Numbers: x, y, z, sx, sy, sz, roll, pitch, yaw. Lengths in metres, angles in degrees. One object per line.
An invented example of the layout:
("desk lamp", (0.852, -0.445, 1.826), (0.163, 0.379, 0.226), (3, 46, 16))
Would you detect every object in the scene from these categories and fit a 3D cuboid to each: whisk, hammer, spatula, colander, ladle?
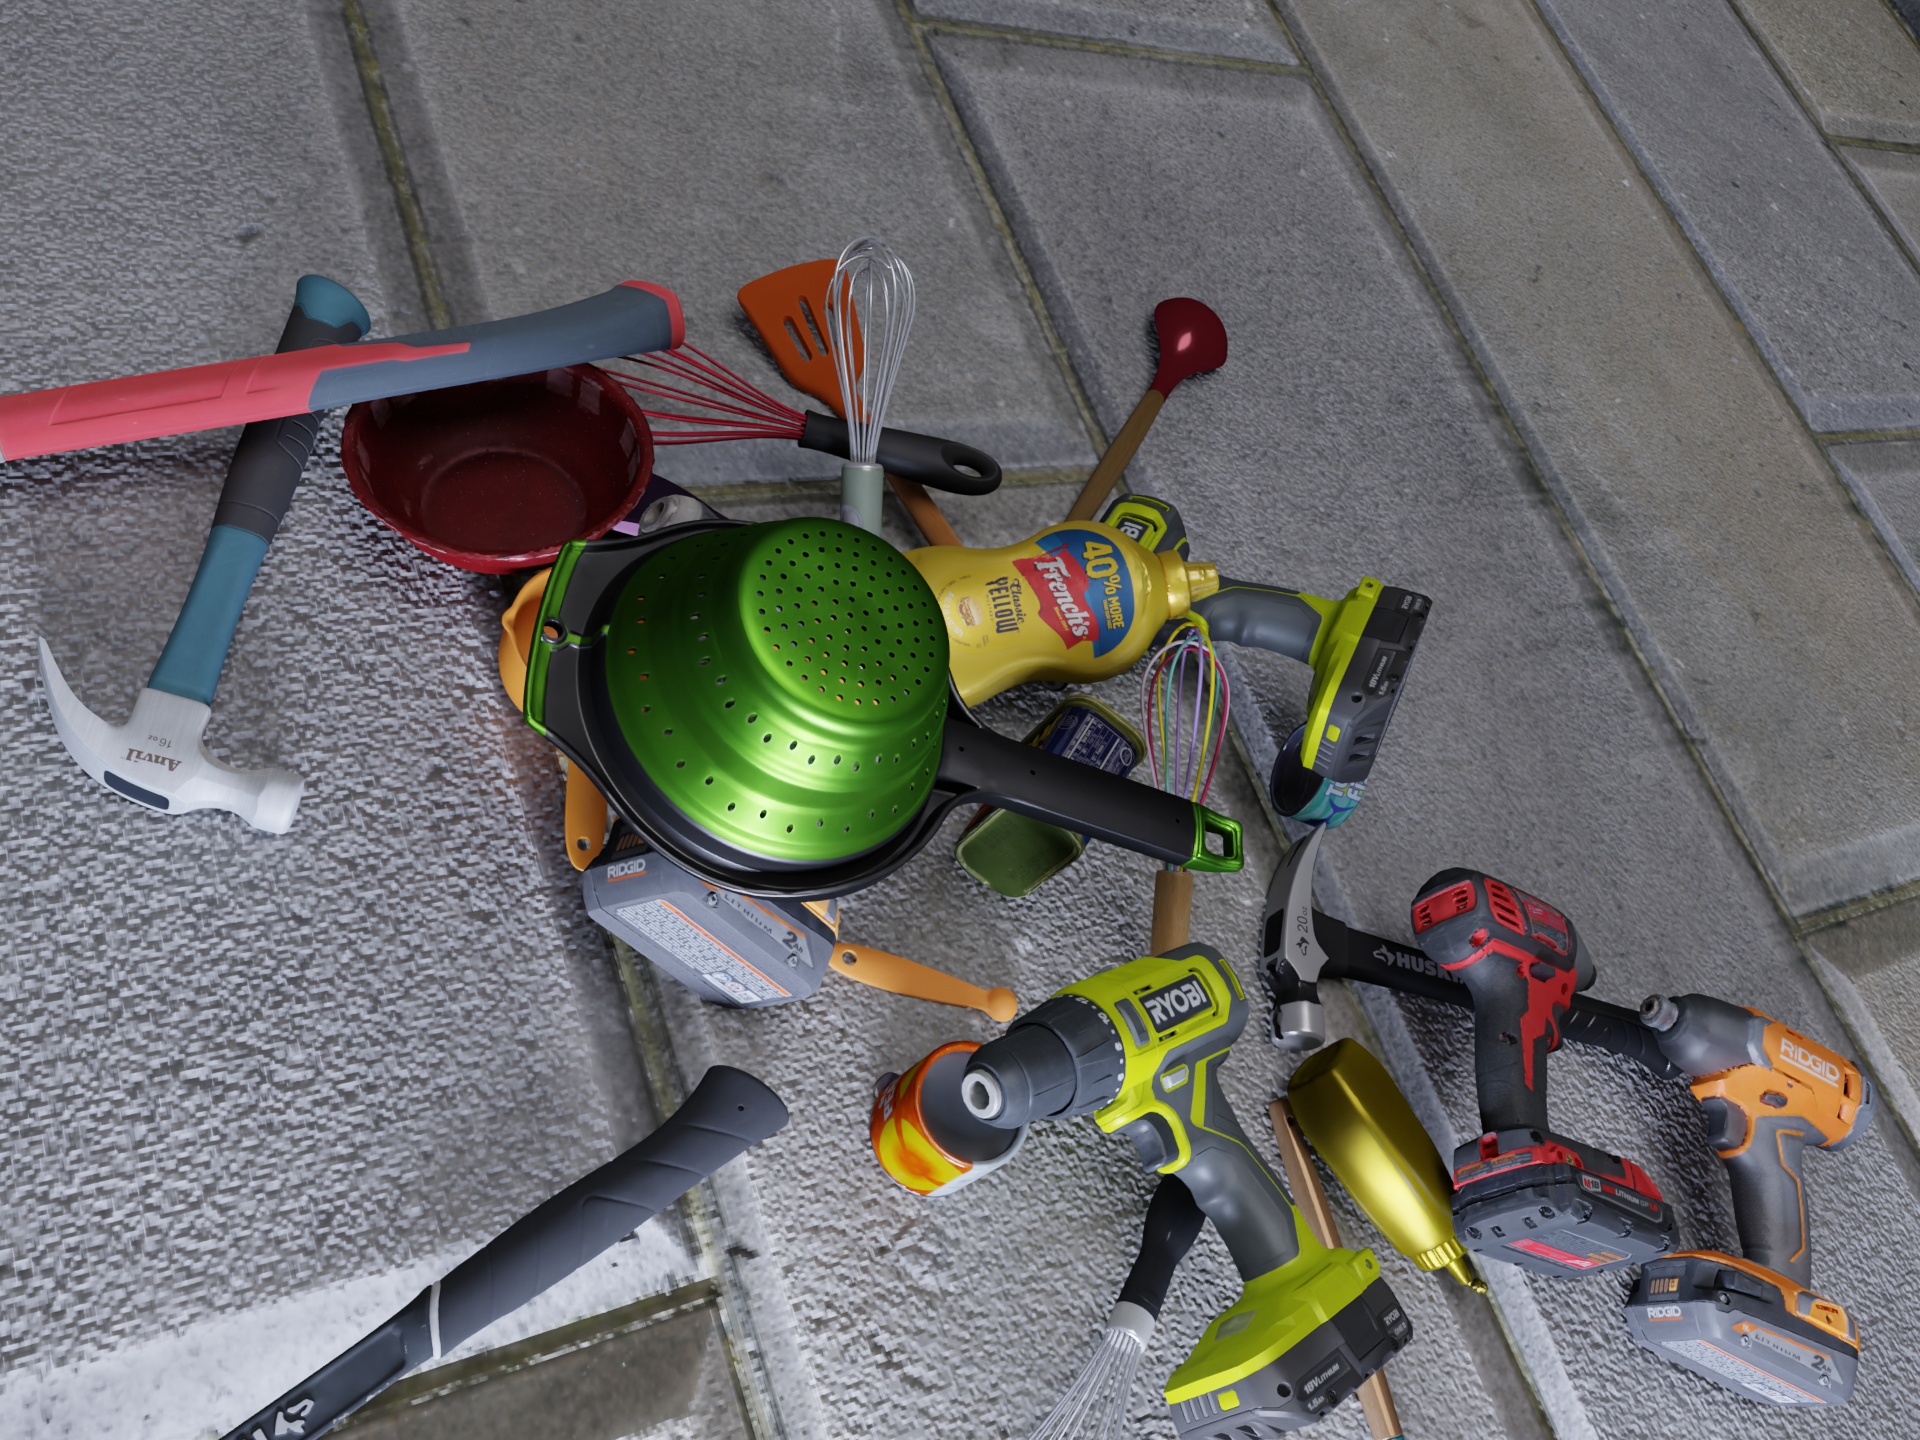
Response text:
("whisk", (0.072, 0.326, 0.781), (0.070, 0.070, 0.285), (39, 47, -2))
("hammer", (-0.365, -0.103, 0.818), (0.128, 0.033, 0.331), (17, 55, -20))
("spatula", (-0.098, -0.101, 0.968), (0.315, 0.018, 0.060), (17, 45, -18))
("colander", (-0.001, -0.002, 0.770), (0.396, 0.094, 0.205), (19, 56, -23))
("whisk", (0.124, 0.065, 0.918), (0.051, 0.047, 0.245), (8, 86, -58))
("whisk", (-0.114, -0.181, 0.961), (0.295, 0.073, 0.073), (12, 57, -15))
("hammer", (-0.323, -0.165, 0.815), (0.386, 0.038, 0.143), (-16, 62, -23))
("hammer", (-0.234, 0.267, 0.663), (0.409, 0.036, 0.149), (-29, 79, -38))
("spatula", (0.229, 0.355, 0.851), (0.082, 0.044, 0.318), (-1, 61, -30))
("spatula", (-0.036, -0.159, 1.010), (0.081, 0.041, 0.323), (-24, 69, -23))
("whisk", (-0.057, -0.157, 0.931), (0.059, 0.058, 0.246), (-7, 103, -48))
("hammer", (0.341, 0.171, 1.028), (0.334, 0.035, 0.146), (17, 56, -19))
("ladle", (0.131, -0.220, 1.158), (0.069, 0.031, 0.316), (36, 53, -6))

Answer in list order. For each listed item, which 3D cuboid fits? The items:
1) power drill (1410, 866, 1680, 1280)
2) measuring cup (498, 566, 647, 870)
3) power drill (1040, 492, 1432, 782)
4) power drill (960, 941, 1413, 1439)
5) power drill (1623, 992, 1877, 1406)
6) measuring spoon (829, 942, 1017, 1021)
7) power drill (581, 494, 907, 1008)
("power drill", (0.340, 0.203, 0.935), (0.143, 0.078, 0.220), (25, 49, -30))
("measuring cup", (-0.199, 0.004, 0.831), (0.095, 0.052, 0.174), (9, 62, -25))
("power drill", (0.166, -0.050, 1.003), (0.223, 0.080, 0.171), (20, 49, 16))
("power drill", (0.108, 0.231, 0.787), (0.190, 0.080, 0.229), (-10, 67, -47))
("power drill", (0.482, 0.285, 0.988), (0.164, 0.084, 0.227), (28, 60, -10))
("measuring spoon", (-0.020, 0.141, 0.867), (0.116, 0.011, 0.021), (19, 54, -17))
("power drill", (-0.117, 0.009, 0.816), (0.185, 0.084, 0.226), (45, 44, -36))
